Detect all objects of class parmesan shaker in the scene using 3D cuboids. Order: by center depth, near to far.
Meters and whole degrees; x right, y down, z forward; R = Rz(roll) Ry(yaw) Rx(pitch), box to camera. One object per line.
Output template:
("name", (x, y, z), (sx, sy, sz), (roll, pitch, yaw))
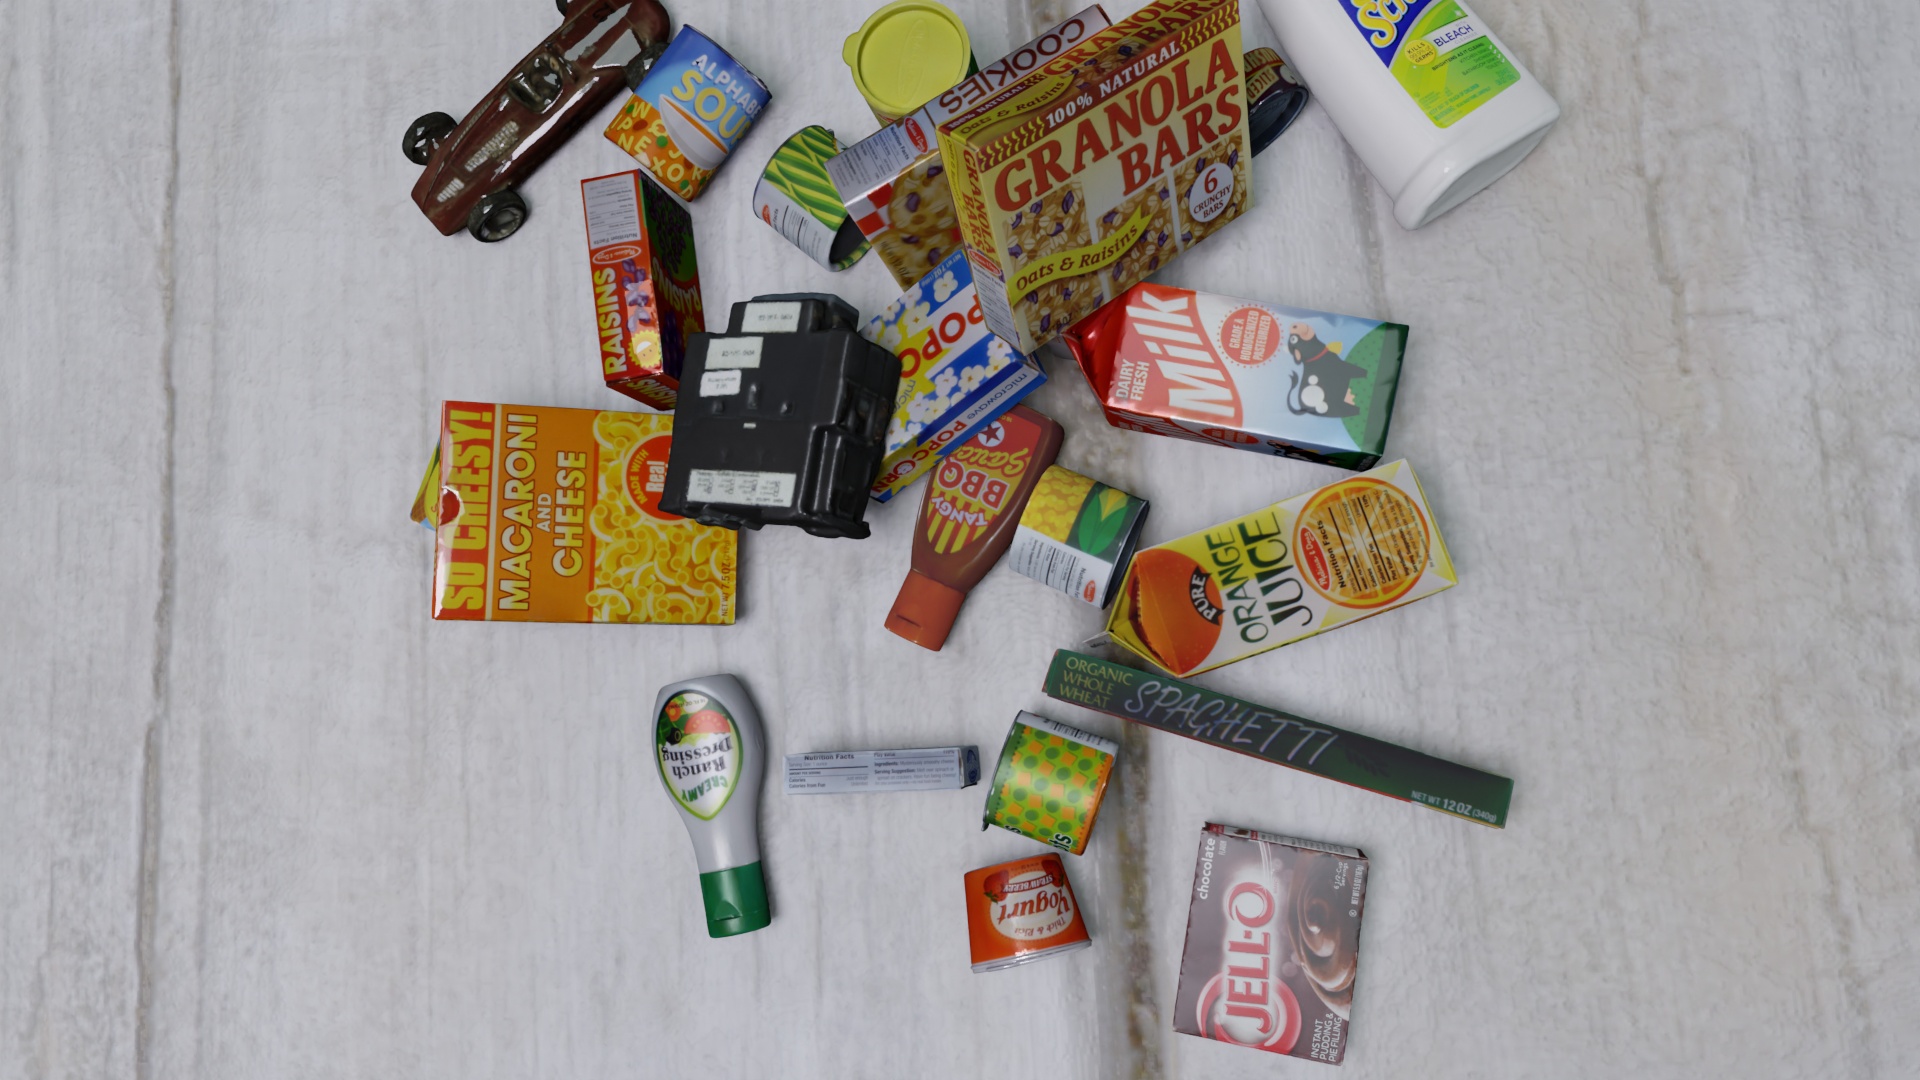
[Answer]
("parmesan shaker", (-0.021, -0.257, 0.799), (0.071, 0.103, 0.071), (-1, 84, 10))

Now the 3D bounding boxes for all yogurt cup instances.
("yogurt cup", (0.034, 0.204, 0.764), (0.072, 0.072, 0.054), (-15, 74, 8))

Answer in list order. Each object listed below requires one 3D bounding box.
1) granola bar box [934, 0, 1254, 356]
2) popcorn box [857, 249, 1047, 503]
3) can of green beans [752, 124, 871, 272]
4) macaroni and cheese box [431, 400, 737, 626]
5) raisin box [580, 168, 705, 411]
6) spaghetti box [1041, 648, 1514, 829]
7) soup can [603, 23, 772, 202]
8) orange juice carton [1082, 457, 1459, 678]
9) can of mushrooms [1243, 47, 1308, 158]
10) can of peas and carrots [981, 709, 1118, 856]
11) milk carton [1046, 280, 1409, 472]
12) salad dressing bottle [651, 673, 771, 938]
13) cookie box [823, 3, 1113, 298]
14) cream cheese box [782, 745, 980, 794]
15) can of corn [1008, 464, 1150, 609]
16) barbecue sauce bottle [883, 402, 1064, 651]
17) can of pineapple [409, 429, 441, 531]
("granola bar box", (0.074, -0.190, 0.711), (0.166, 0.123, 0.039), (-35, 47, -17))
("popcorn box", (-0.022, -0.092, 0.788), (0.126, 0.038, 0.085), (-36, 60, 21))
("can of green beans", (-0.080, -0.202, 0.823), (0.058, 0.071, 0.071), (39, 92, 11))
("macaroni and cheese box", (-0.214, -0.014, 0.802), (0.167, 0.040, 0.124), (2, 84, -20))
("raisin box", (-0.186, -0.146, 0.826), (0.040, 0.086, 0.123), (-10, 83, 8))
("spaghetti box", (0.168, 0.106, 0.756), (0.250, 0.050, 0.028), (15, 86, 11))
("soup can", (-0.164, -0.257, 0.842), (0.071, 0.071, 0.083), (38, 93, 11))
("orange juice carton", (0.159, 0.025, 0.754), (0.192, 0.072, 0.073), (-20, 81, 7))
("can of mushrooms", (0.160, -0.243, 0.782), (0.071, 0.071, 0.033), (-36, 78, 5))
("can of peas and carrots", (0.049, 0.136, 0.766), (0.059, 0.071, 0.071), (17, 88, 11))
("milk carton", (0.141, -0.093, 0.769), (0.191, 0.072, 0.073), (12, 87, 11))
("salad dressing bottle", (-0.141, 0.154, 0.809), (0.064, 0.044, 0.147), (-13, 82, 10))
("cookie box", (0.026, -0.204, 0.773), (0.167, 0.122, 0.040), (-29, 60, 6))
("cream cheese box", (-0.044, 0.131, 0.789), (0.104, 0.053, 0.024), (-4, 82, 10))
("can of corn", (0.067, -0.004, 0.778), (0.058, 0.071, 0.071), (23, 89, 12))
("barbecue sauce bottle", (0.003, -0.010, 0.800), (0.065, 0.043, 0.148), (25, 89, 21))
("can of pineapple", (-0.292, -0.030, 0.841), (0.071, 0.071, 0.058), (20, 89, 11))
